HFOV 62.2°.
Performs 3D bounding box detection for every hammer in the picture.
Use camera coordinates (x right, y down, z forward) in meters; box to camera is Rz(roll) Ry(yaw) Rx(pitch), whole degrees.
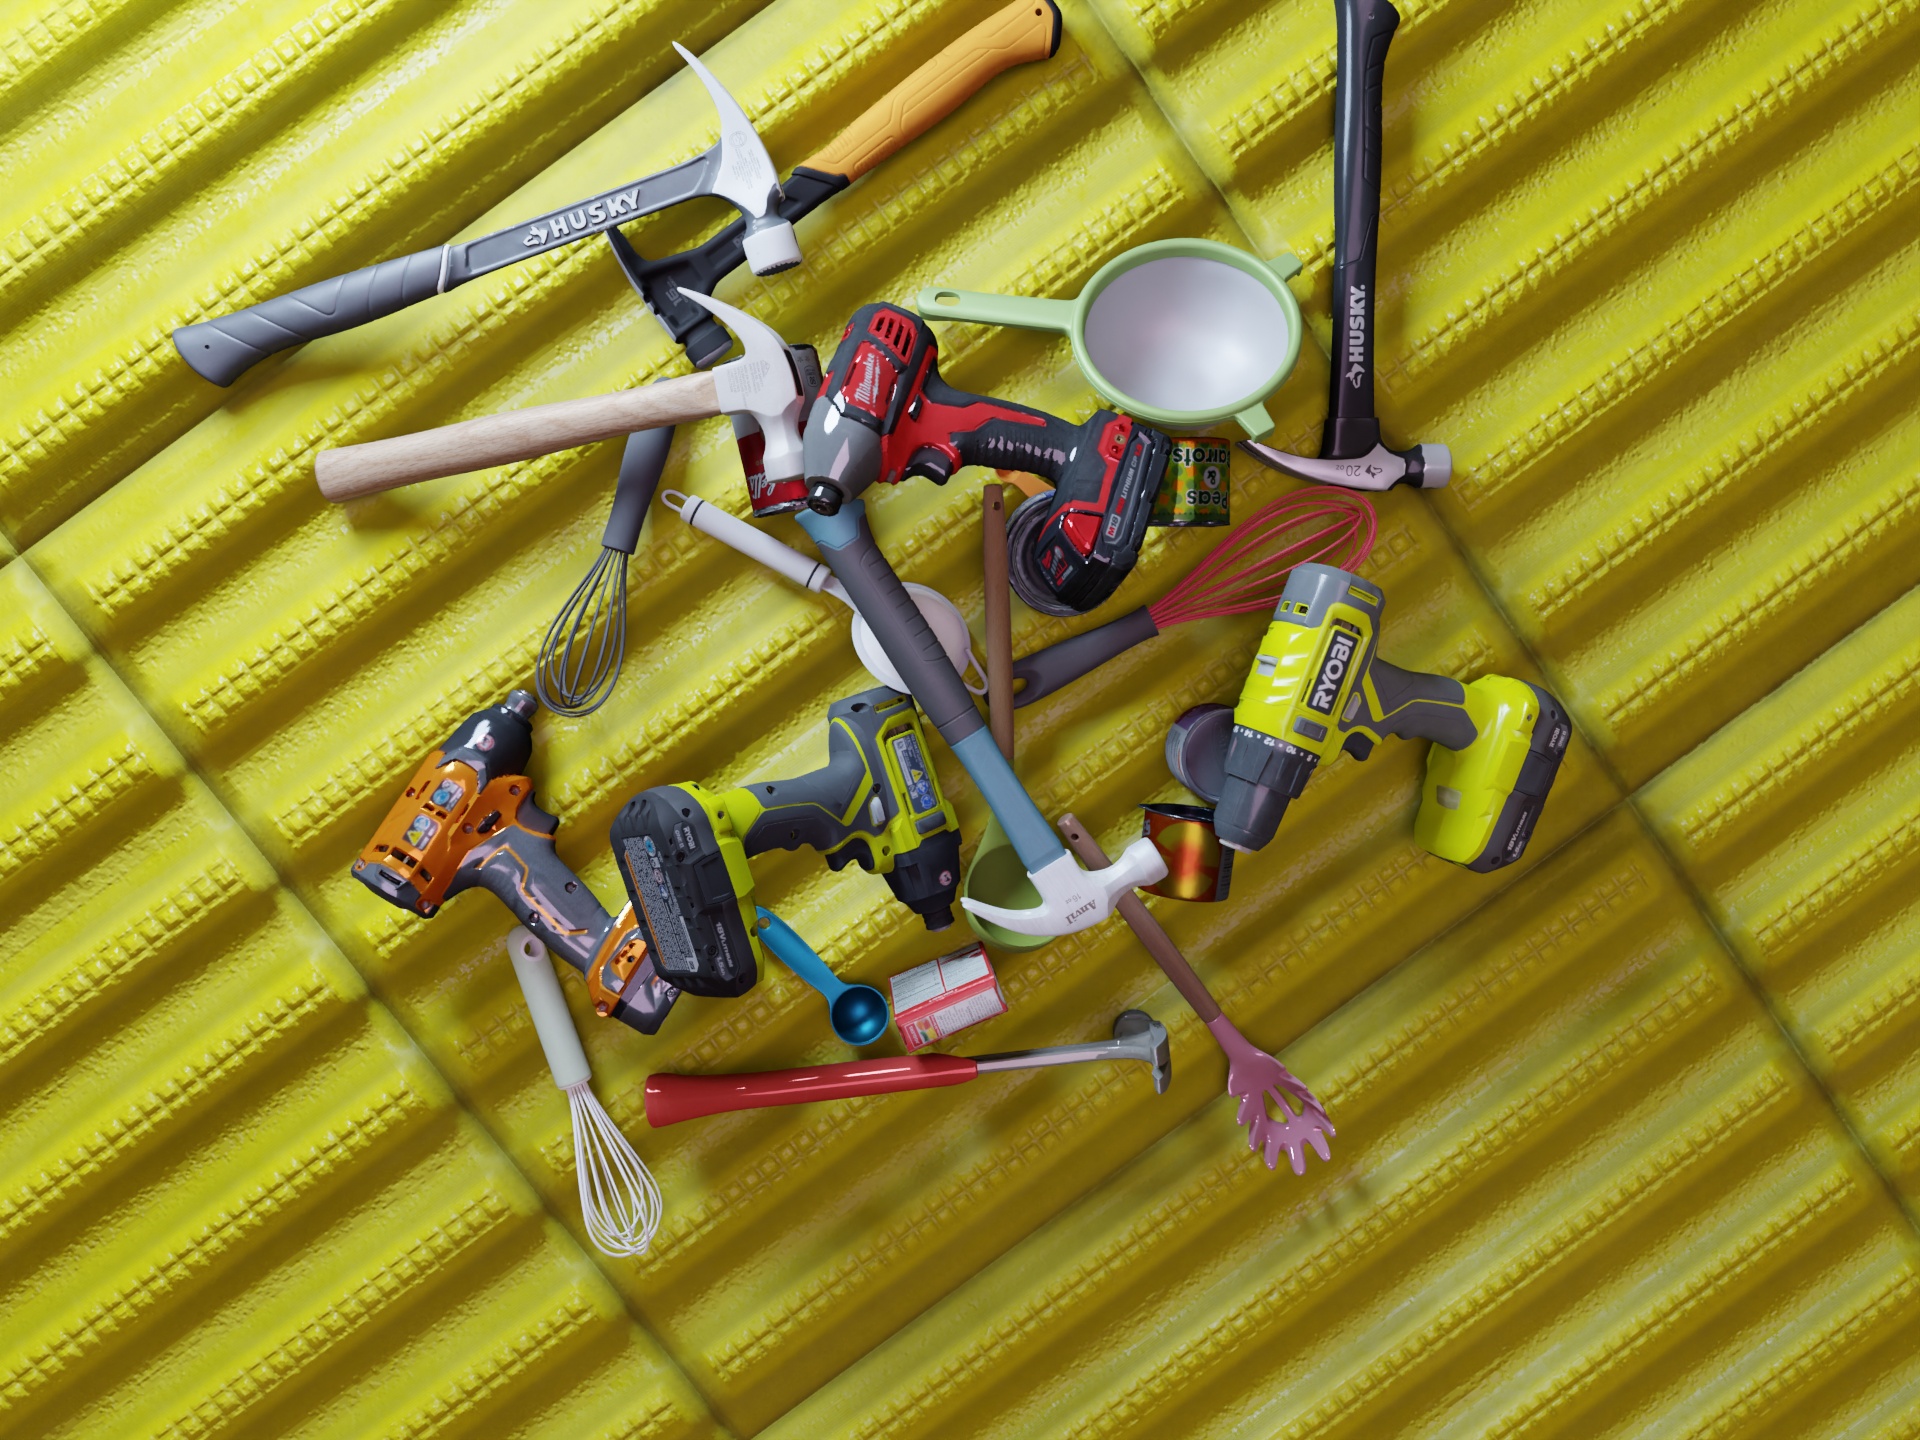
[{"bbox_3d":[-0.002,-0.003,1.040,0.128,0.033,0.331,-32,96,-1],"label":"hammer"},{"bbox_3d":[0.265,-0.326,1.088,0.146,0.035,0.335,0,96,-5],"label":"hammer"},{"bbox_3d":[-0.315,-0.302,1.023,0.409,0.036,0.149,-17,100,5],"label":"hammer"},{"bbox_3d":[-0.263,-0.192,1.028,0.331,0.031,0.130,-10,96,10],"label":"hammer"},{"bbox_3d":[-0.078,-0.382,1.058,0.337,0.034,0.127,-36,98,0],"label":"hammer"},{"bbox_3d":[-0.038,0.242,1.081,0.359,0.149,0.037,-7,89,3],"label":"hammer"}]

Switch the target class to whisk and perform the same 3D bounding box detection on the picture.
[{"bbox_3d":[0.149,-0.079,1.096,0.296,0.073,0.073,-26,97,6],"label":"whisk"},{"bbox_3d":[-0.233,-0.117,1.069,0.055,0.055,0.239,17,89,-6],"label":"whisk"},{"bbox_3d":[-0.265,0.258,1.105,0.058,0.059,0.246,-21,94,-39],"label":"whisk"}]

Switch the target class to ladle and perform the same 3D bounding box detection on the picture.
[{"bbox_3d":[0.033,0.002,1.075,0.078,0.062,0.320,-7,103,-20],"label":"ladle"}]

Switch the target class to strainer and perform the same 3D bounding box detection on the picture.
[{"bbox_3d":[-0.089,-0.093,1.077,0.258,0.050,0.087,28,57,0],"label":"strainer"},{"bbox_3d":[0.098,-0.251,1.069,0.256,0.069,0.152,9,65,10],"label":"strainer"}]

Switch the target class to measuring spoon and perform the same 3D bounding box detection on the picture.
[{"bbox_3d":[-0.103,0.178,1.123,0.128,0.021,0.042,44,77,2],"label":"measuring spoon"},{"bbox_3d":[0.071,-0.146,1.106,0.117,0.011,0.021,36,100,-10],"label":"measuring spoon"}]

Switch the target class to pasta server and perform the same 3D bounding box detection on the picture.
[{"bbox_3d":[0.162,0.191,1.113,0.060,0.040,0.316,-33,105,15],"label":"pasta server"}]

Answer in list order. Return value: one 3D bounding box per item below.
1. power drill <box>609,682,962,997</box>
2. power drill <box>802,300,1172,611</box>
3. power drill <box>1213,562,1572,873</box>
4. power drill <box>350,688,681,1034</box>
[{"bbox_3d":[-0.099,0.087,1.037,0.223,0.080,0.171,-22,97,-38],"label":"power drill"},{"bbox_3d":[0.010,-0.160,1.003,0.219,0.078,0.143,23,68,-8],"label":"power drill"},{"bbox_3d":[0.282,0.021,1.067,0.228,0.080,0.190,21,91,-24],"label":"power drill"},{"bbox_3d":[-0.265,0.092,1.064,0.226,0.084,0.164,31,76,-3],"label":"power drill"}]
